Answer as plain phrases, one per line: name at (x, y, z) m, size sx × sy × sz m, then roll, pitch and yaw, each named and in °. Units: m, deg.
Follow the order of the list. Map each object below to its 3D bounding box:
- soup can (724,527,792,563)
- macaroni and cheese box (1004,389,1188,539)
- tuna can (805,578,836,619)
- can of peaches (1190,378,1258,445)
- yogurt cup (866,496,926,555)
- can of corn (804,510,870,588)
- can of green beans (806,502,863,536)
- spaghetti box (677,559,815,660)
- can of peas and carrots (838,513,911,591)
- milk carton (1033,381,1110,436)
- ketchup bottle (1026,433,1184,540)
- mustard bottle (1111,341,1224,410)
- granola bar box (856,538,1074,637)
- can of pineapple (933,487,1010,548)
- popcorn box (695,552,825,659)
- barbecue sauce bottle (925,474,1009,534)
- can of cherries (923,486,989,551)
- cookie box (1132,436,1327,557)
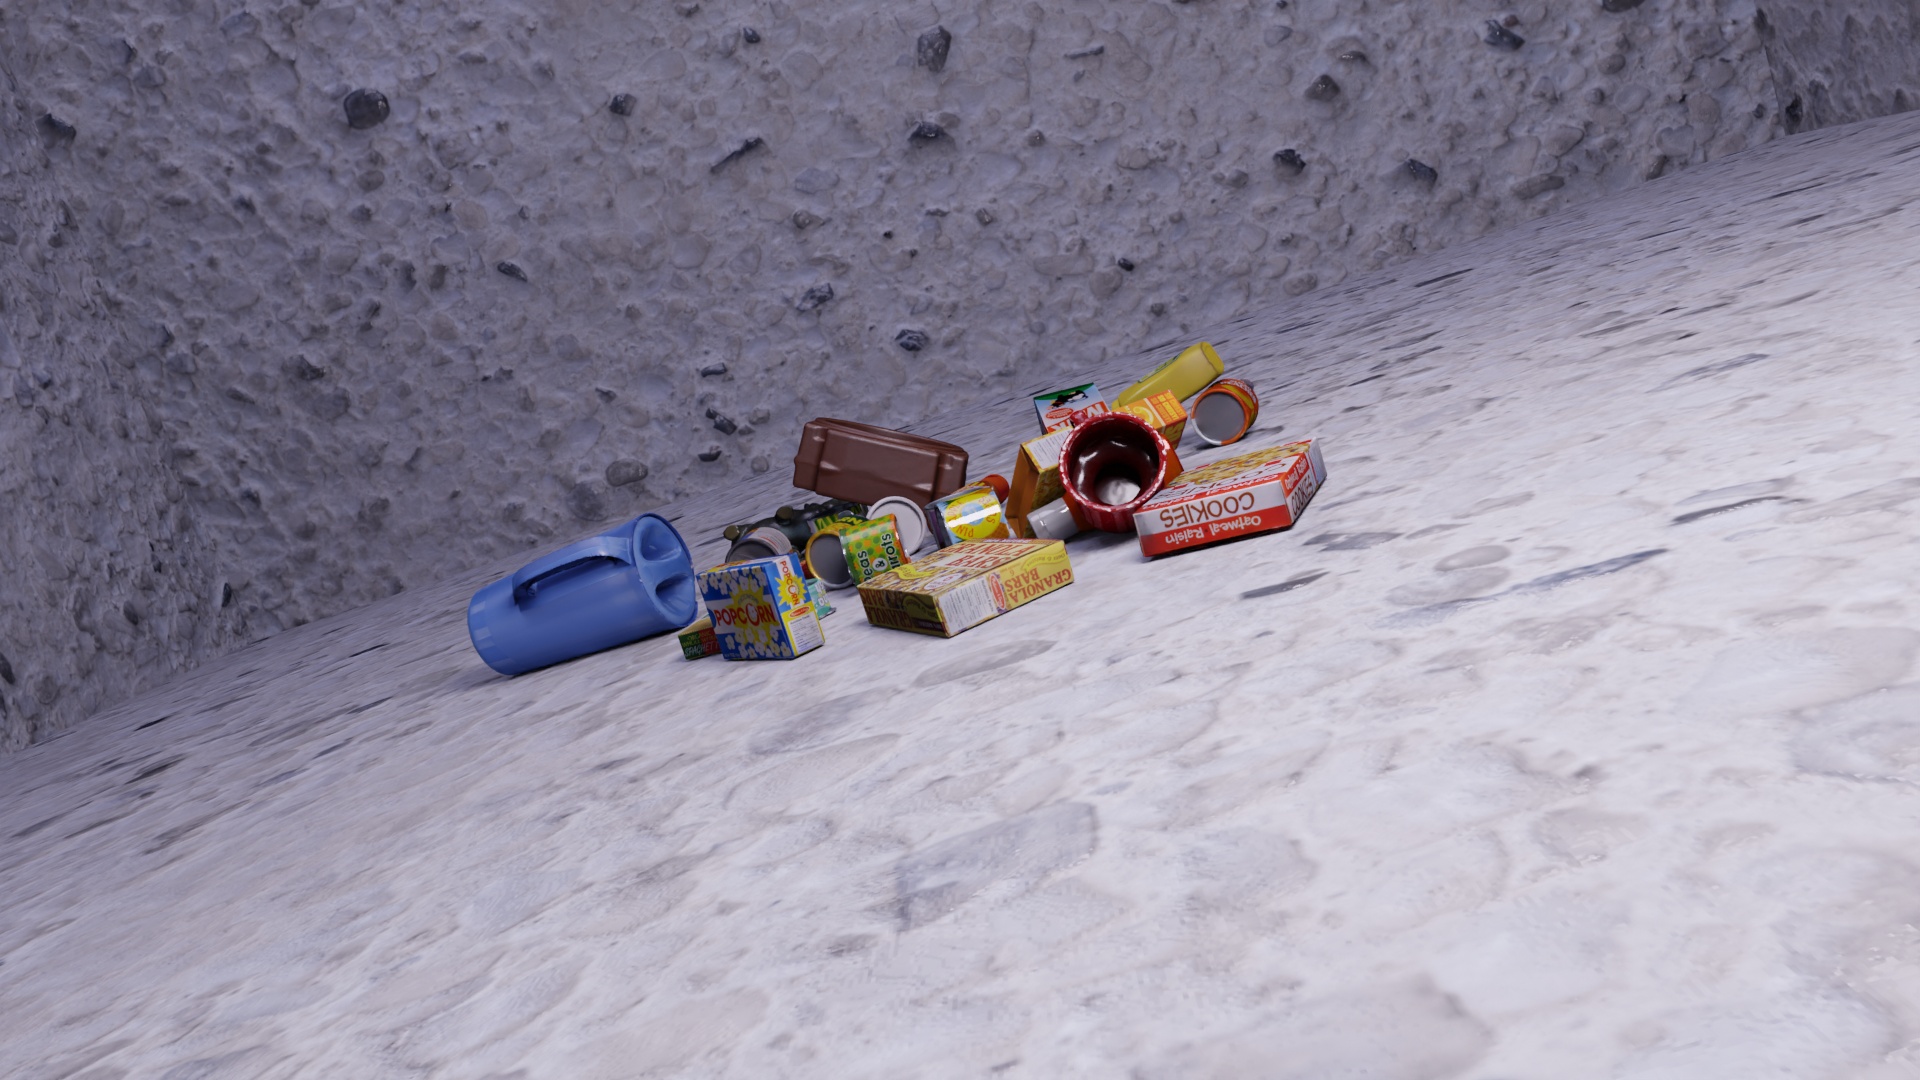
soup can at (-0.236, 0.025, 1.625) m, size 0.071 × 0.071 × 0.084 m, roll -18°, pitch 8°, yaw 5°
macaroni and cheese box at (0.131, -0.071, 1.347) m, size 0.167 × 0.040 × 0.123 m, roll -21°, pitch -27°, yaw -19°
tuna can at (-0.158, 0.062, 1.340) m, size 0.071 × 0.032 × 0.071 m, roll -19°, pitch 9°, yaw 3°
can of peaches at (0.297, -0.146, 1.557) m, size 0.071 × 0.071 × 0.058 m, roll -14°, pitch 11°, yaw 27°
yogurt cup at (-0.075, -0.013, 1.533) m, size 0.072 × 0.072 × 0.054 m, roll -20°, pitch 1°, yaw -11°
can of corn at (-0.123, 0.009, 1.466) m, size 0.071 × 0.071 × 0.058 m, roll -14°, pitch 11°, yaw 28°
can of green beans at (-0.143, -0.009, 1.656) m, size 0.071 × 0.057 × 0.071 m, roll -18°, pitch 9°, yaw 3°
spaghetti box at (-0.211, 0.066, 1.437) m, size 0.050 × 0.028 × 0.251 m, roll -14°, pitch 10°, yaw 20°
can of peas and carrots at (-0.084, 0.012, 1.389) m, size 0.059 × 0.071 × 0.071 m, roll -18°, pitch 9°, yaw 1°
milk carton at (0.132, -0.105, 1.502) m, size 0.073 × 0.072 × 0.191 m, roll -14°, pitch 24°, yaw 1°
ketchup bottle at (0.135, -0.041, 1.290) m, size 0.149 × 0.064 × 0.043 m, roll -27°, pitch 9°, yaw 1°
mustard bottle at (0.221, -0.166, 1.578) m, size 0.160 × 0.049 × 0.065 m, roll -33°, pitch 3°, yaw 25°
granola bar box at (0.001, 0.035, 1.166) m, size 0.124 × 0.039 × 0.165 m, roll -22°, pitch 10°, yaw -24°
can of pineapple at (0.012, -0.013, 1.341) m, size 0.058 × 0.071 × 0.071 m, roll -19°, pitch 9°, yaw -6°
popcorn box at (-0.178, 0.060, 1.232) m, size 0.038 × 0.085 × 0.126 m, roll -24°, pitch 10°, yaw -37°
barbecue sauce bottle at (0.016, -0.041, 1.575) m, size 0.065 × 0.043 × 0.149 m, roll -4°, pitch 14°, yaw 22°
can of cherries at (0.005, -0.018, 1.413) m, size 0.071 × 0.058 × 0.071 m, roll -18°, pitch 8°, yaw 3°
cookie box at (0.225, -0.036, 1.145) m, size 0.123 × 0.040 × 0.168 m, roll -14°, pitch 9°, yaw 26°
